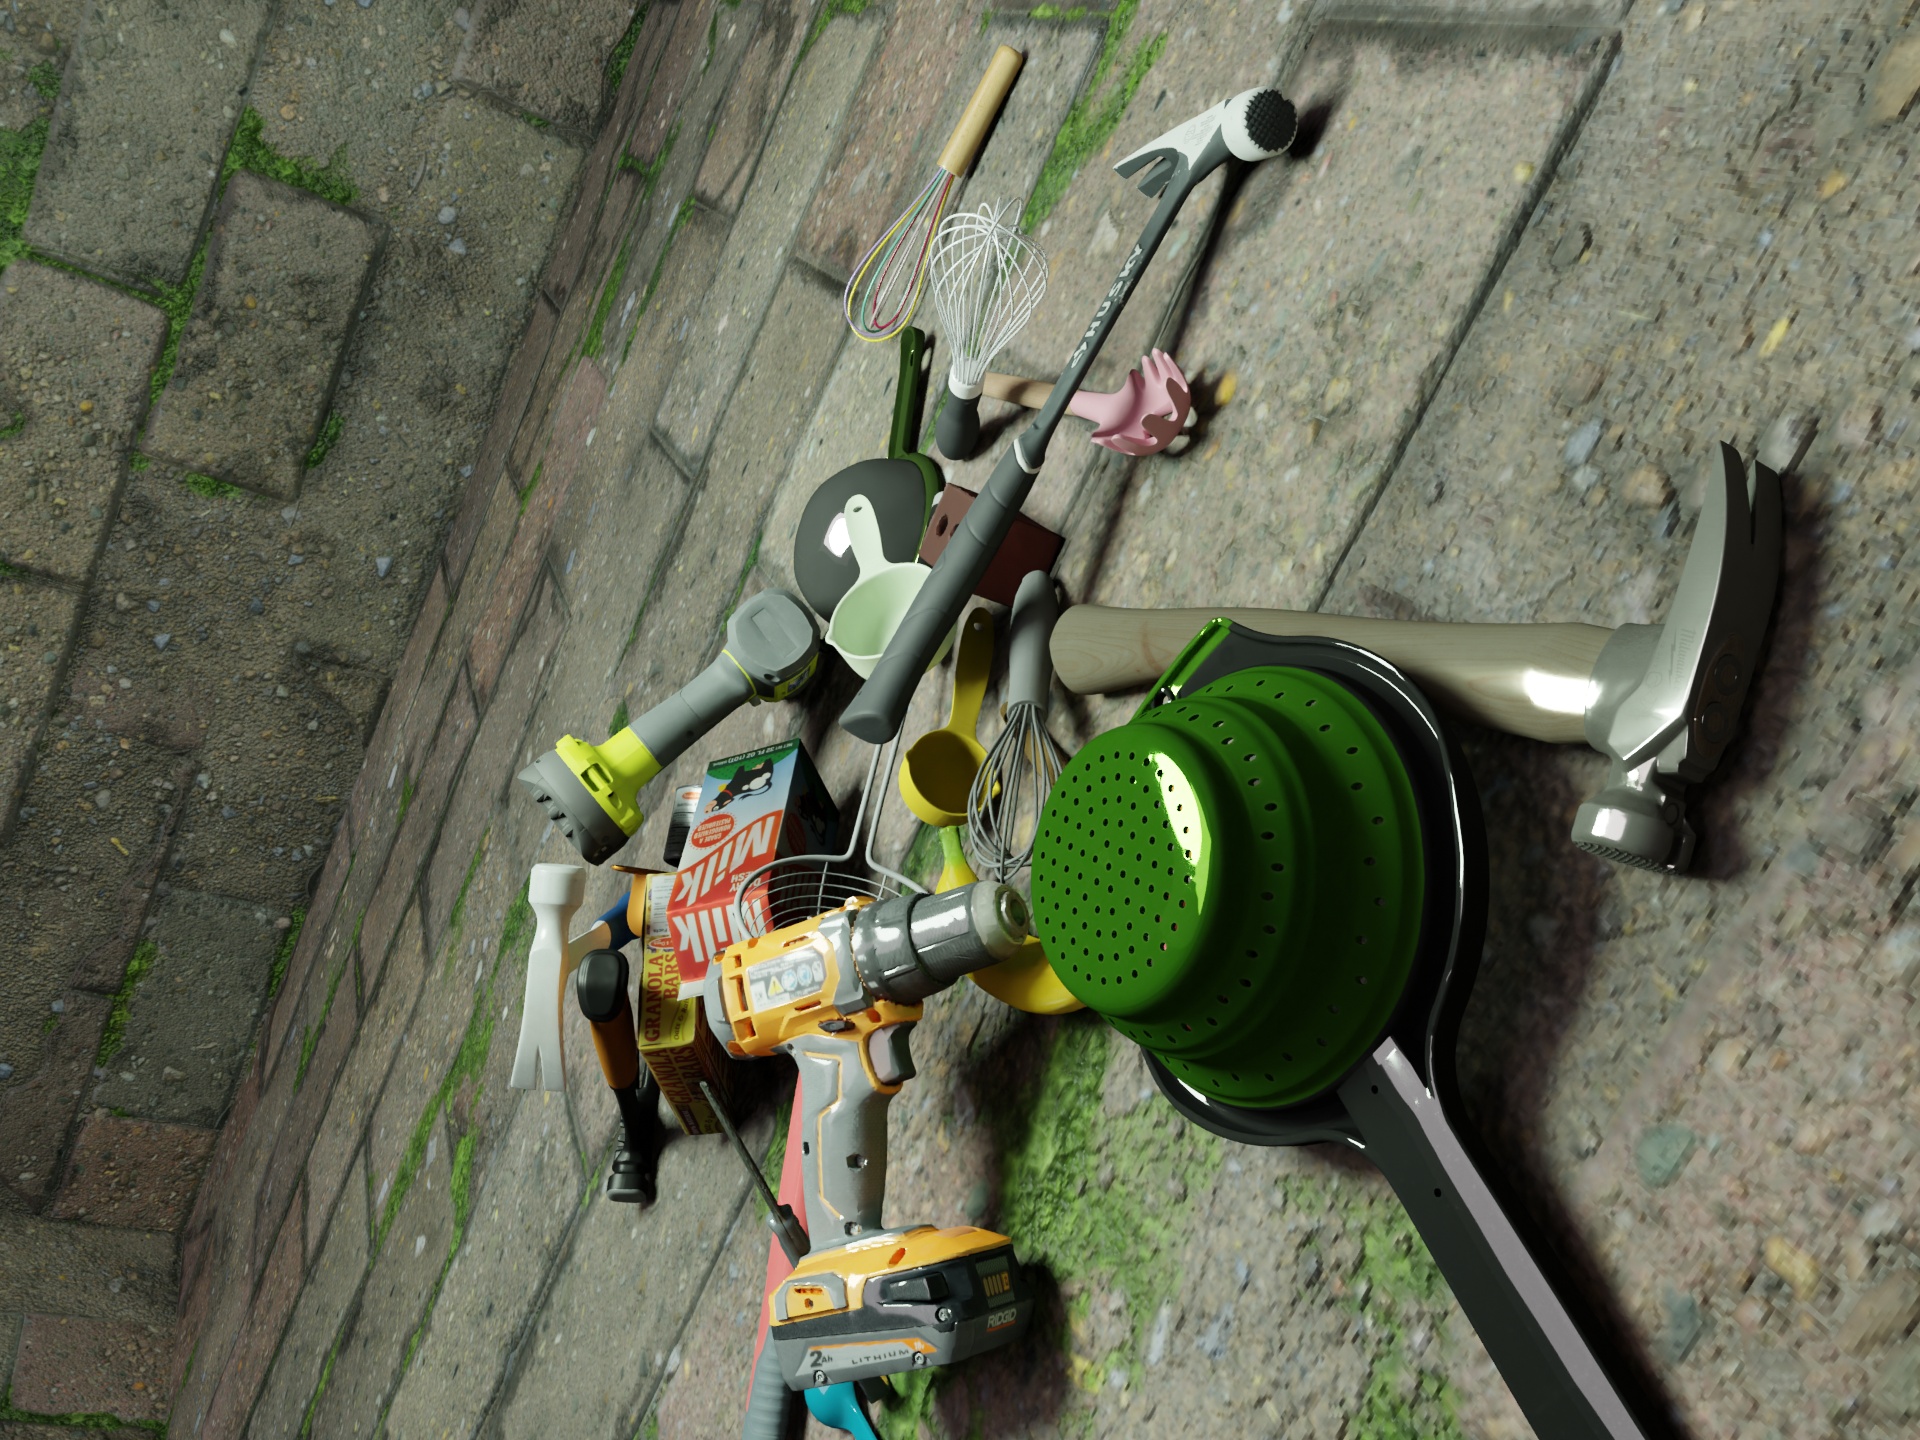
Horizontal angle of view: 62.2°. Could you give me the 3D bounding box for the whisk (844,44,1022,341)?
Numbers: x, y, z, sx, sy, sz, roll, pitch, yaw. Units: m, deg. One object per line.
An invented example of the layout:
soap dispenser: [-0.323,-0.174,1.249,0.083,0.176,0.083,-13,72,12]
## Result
whisk: [-0.016,-0.406,1.238,0.047,0.051,0.245,42,108,38]

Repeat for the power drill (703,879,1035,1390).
power drill: [-0.030,0.197,0.788,0.185,0.084,0.226,-23,71,28]

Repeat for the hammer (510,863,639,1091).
hammer: [-0.271,0.168,1.178,0.405,0.035,0.144,152,124,-86]

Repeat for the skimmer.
skimmer: [-0.042,0.001,0.983,0.090,0.127,0.363,102,-179,-67]

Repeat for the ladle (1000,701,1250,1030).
ladle: [0.074,0.063,0.810,0.069,0.031,0.316,-68,26,19]

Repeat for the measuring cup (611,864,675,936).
measuring cup: [-0.217,0.136,1.158,0.173,0.095,0.052,37,-118,-73]

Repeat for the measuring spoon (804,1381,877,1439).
measuring spoon: [-0.058,0.390,0.852,0.129,0.021,0.042,-141,55,-58]

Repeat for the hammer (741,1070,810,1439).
hammer: [-0.111,0.338,0.968,0.143,0.038,0.386,-23,55,56]

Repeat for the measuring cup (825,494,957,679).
measuring cup: [-0.047,-0.086,1.006,0.083,0.038,0.168,-26,42,8]

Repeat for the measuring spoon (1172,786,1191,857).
measuring spoon: [0.106,0.045,0.778,0.021,0.011,0.117,-59,31,23]

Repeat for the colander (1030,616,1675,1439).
colander: [0.121,0.117,0.566,0.204,0.094,0.398,-57,41,31]

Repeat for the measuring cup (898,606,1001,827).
measuring cup: [-0.002,-0.003,0.970,0.029,0.062,0.157,127,159,-51]

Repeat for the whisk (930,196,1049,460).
whisk: [0.007,-0.224,0.974,0.284,0.070,0.070,108,171,-73]

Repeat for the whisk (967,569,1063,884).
whisk: [0.036,-0.007,0.867,0.055,0.055,0.239,-48,23,38]

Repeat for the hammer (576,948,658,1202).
hammer: [-0.235,0.231,1.107,0.336,0.034,0.127,103,170,-58]

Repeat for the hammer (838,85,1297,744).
hammer: [0.044,-0.167,0.897,0.409,0.036,0.149,-60,23,-1]

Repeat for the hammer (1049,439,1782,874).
hammer: [0.161,-0.039,0.705,0.411,0.038,0.146,12,83,62]

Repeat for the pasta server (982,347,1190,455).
pasta server: [0.057,-0.203,0.984,0.060,0.040,0.316,-58,28,2]

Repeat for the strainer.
strainer: [-0.071,-0.182,1.165,0.151,0.069,0.256,-18,60,57]

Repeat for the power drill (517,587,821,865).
power drill: [-0.198,0.003,1.155,0.228,0.080,0.190,-40,-1,-11]
